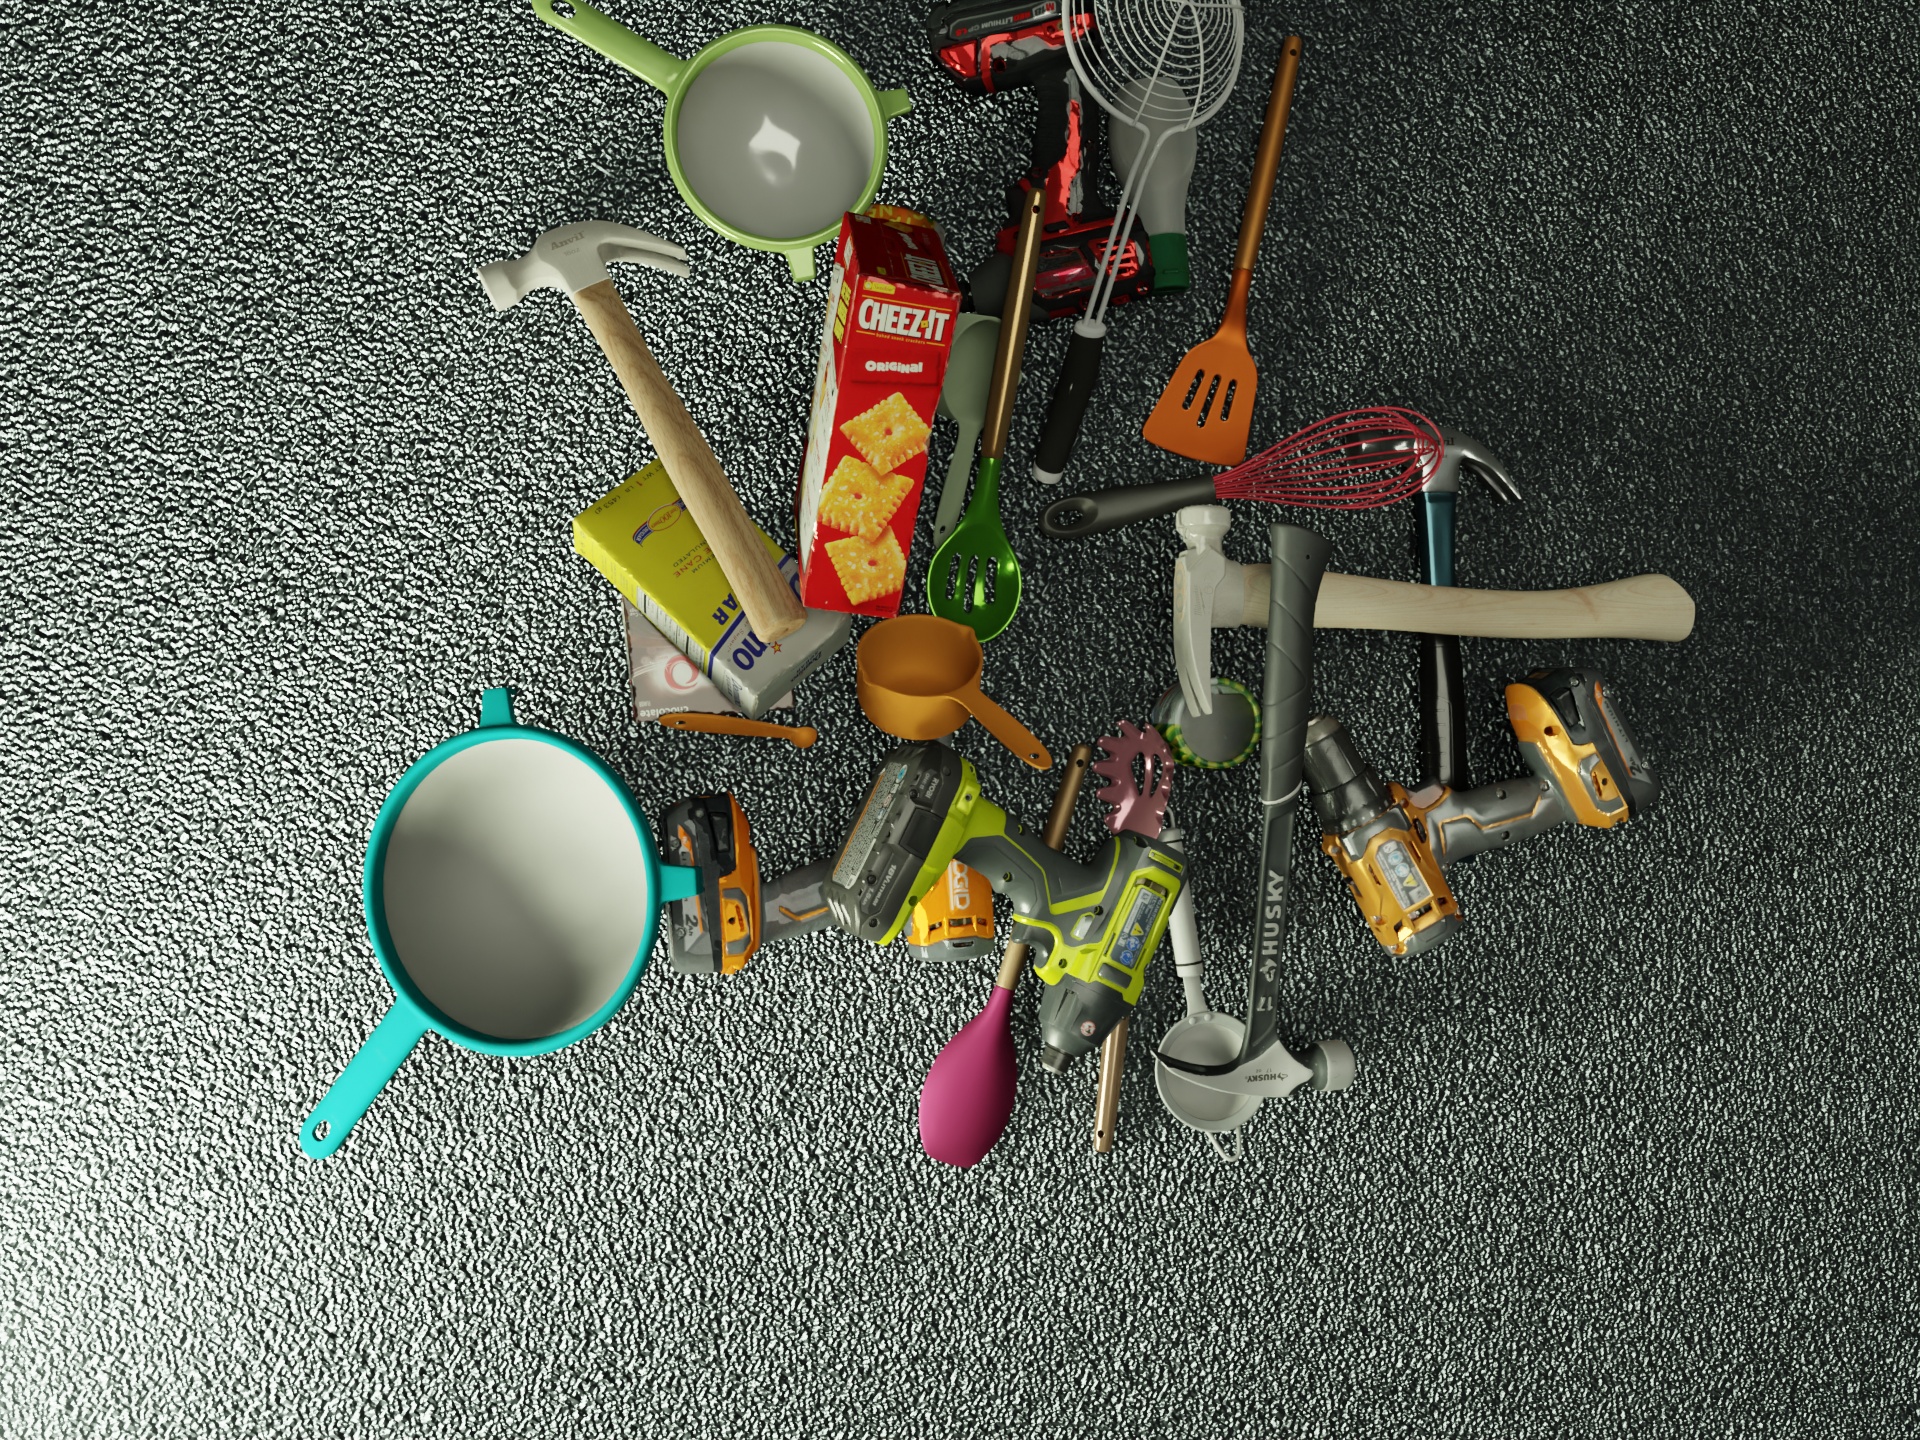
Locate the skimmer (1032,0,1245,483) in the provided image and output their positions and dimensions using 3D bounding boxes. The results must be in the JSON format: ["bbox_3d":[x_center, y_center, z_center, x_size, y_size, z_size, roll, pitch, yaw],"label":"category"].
[{"bbox_3d":[0.092,-0.330,1.060,0.127,0.090,0.363,-5,135,-23],"label":"skimmer"}]

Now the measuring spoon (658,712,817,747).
[{"bbox_3d":[-0.153,0.008,1.100,0.116,0.021,0.011,7,56,-30],"label":"measuring spoon"}]

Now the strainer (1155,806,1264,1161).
[{"bbox_3d":[0.170,0.190,1.167,0.087,0.050,0.258,-8,86,-13],"label":"strainer"}]

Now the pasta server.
[{"bbox_3d":[0.117,0.158,1.158,0.060,0.040,0.316,7,92,31],"label":"pasta server"}]

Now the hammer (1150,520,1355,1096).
[{"bbox_3d":[0.215,0.068,1.098,0.149,0.036,0.409,-1,101,-16],"label":"hammer"}]

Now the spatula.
[{"bbox_3d":[0.210,-0.352,1.180,0.081,0.041,0.323,14,84,-9],"label":"spatula"}]

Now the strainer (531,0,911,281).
[{"bbox_3d":[-0.173,-0.417,1.088,0.256,0.069,0.151,29,87,-7],"label":"strainer"}]

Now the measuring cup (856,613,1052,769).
[{"bbox_3d":[-0.002,-0.003,1.086,0.095,0.052,0.174,-29,55,-31],"label":"measuring cup"}]

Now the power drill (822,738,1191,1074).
[{"bbox_3d":[0.030,0.124,1.062,0.223,0.080,0.171,28,82,-19],"label":"power drill"}]

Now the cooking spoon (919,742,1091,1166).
[{"bbox_3d":[0.040,0.169,1.154,0.068,0.017,0.319,18,88,-10],"label":"cooking spoon"}]

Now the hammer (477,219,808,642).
[{"bbox_3d":[-0.191,-0.197,1.055,0.130,0.031,0.331,-28,76,-11],"label":"hammer"}]

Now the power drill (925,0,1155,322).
[{"bbox_3d":[0.048,-0.392,1.117,0.143,0.078,0.219,-11,98,10],"label":"power drill"}]

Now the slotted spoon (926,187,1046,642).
[{"bbox_3d":[0.028,-0.209,1.113,0.070,0.031,0.313,7,103,-11],"label":"slotted spoon"}]

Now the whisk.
[{"bbox_3d":[0.201,-0.171,1.146,0.296,0.073,0.073,-11,92,4],"label":"whisk"}]

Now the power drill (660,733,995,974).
[{"bbox_3d":[-0.090,0.091,1.102,0.226,0.084,0.164,-3,91,-14],"label":"power drill"}]

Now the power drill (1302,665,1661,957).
[{"bbox_3d":[0.362,0.040,1.150,0.226,0.084,0.185,-30,93,-2],"label":"power drill"}]

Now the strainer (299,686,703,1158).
[{"bbox_3d":[-0.316,0.156,1.059,0.211,0.095,0.340,41,101,11],"label":"strainer"}]

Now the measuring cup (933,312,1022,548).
[{"bbox_3d":[-0.007,-0.207,1.134,0.083,0.038,0.167,-4,114,-46],"label":"measuring cup"}]

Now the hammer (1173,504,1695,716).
[{"bbox_3d":[0.350,-0.071,1.155,0.410,0.038,0.146,1,86,-14],"label":"hammer"}]

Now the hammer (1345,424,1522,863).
[{"bbox_3d":[0.361,-0.057,1.202,0.128,0.033,0.331,-2,91,-9],"label":"hammer"}]
